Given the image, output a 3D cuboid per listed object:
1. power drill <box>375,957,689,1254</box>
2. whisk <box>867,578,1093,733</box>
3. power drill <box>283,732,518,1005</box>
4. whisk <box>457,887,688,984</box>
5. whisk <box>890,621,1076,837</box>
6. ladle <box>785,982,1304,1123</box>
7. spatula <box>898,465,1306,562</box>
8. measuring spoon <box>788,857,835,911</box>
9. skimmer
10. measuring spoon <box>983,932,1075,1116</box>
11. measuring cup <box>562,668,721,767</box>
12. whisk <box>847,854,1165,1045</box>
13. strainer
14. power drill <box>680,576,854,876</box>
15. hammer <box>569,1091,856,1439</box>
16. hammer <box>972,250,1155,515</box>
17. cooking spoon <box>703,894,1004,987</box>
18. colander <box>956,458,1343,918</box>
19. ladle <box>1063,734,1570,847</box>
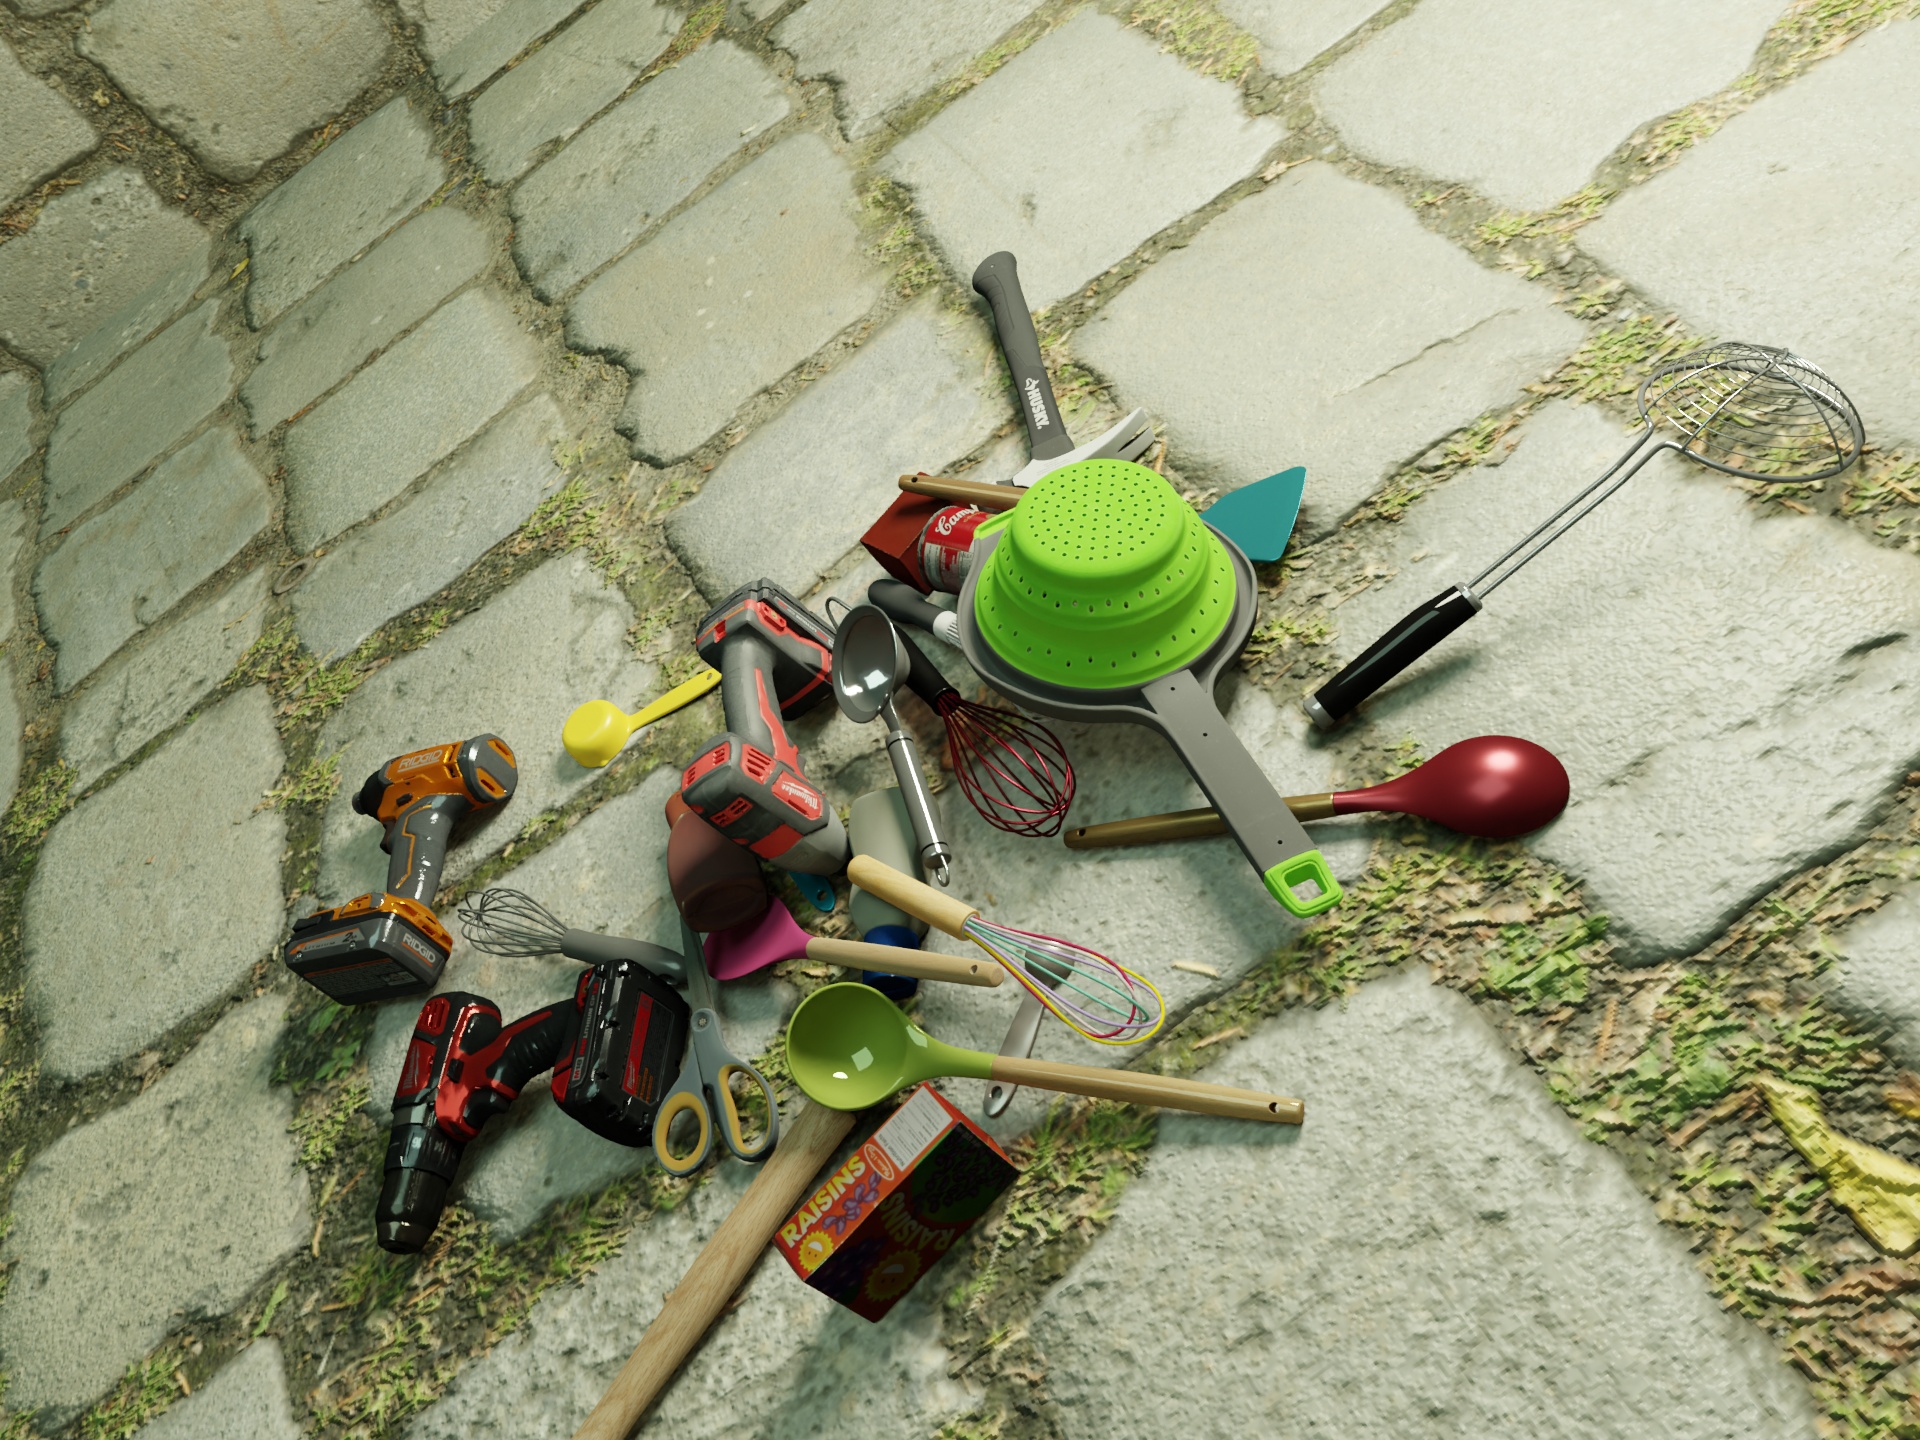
[{"bbox_3d":[-0.310,0.268,1.110,0.227,0.080,0.188,-16,49,26],"label":"power drill"},{"bbox_3d":[0.011,-0.058,1.174,0.070,0.070,0.285,-49,40,-10],"label":"whisk"},{"bbox_3d":[-0.474,0.120,1.330,0.164,0.084,0.227,-13,46,25],"label":"power drill"},{"bbox_3d":[-0.292,0.165,1.198,0.239,0.055,0.055,8,61,32],"label":"whisk"},{"bbox_3d":[-0.002,-0.004,1.134,0.073,0.073,0.296,-42,39,-2],"label":"whisk"},{"bbox_3d":[0.040,0.207,0.933,0.320,0.062,0.078,2,77,28],"label":"ladle"},{"bbox_3d":[0.095,-0.163,1.179,0.317,0.044,0.082,11,66,22],"label":"spatula"},{"bbox_3d":[-0.121,0.098,1.165,0.042,0.021,0.129,-41,53,1],"label":"measuring spoon"},{"bbox_3d":[0.376,-0.102,0.986,0.363,0.090,0.127,-40,46,14],"label":"skimmer"},{"bbox_3d":[0.038,0.185,0.986,0.034,0.018,0.124,5,60,35],"label":"measuring spoon"},{"bbox_3d":[-0.268,-0.013,1.332,0.156,0.029,0.062,-28,46,14],"label":"measuring cup"},{"bbox_3d":[0.020,0.138,0.988,0.245,0.051,0.047,23,82,34],"label":"whisk"},{"bbox_3d":[-0.043,0.011,1.107,0.086,0.050,0.259,-54,41,37],"label":"strainer"},{"bbox_3d":[-0.131,0.012,1.155,0.078,0.143,0.220,-34,37,24],"label":"power drill"},{"bbox_3d":[-0.172,0.372,0.966,0.130,0.031,0.331,24,71,43],"label":"hammer"},{"bbox_3d":[0.061,-0.299,1.338,0.146,0.035,0.335,-22,45,11],"label":"hammer"},{"bbox_3d":[-0.081,0.152,1.041,0.319,0.017,0.069,-2,55,50],"label":"cooking spoon"},{"bbox_3d":[0.124,-0.049,0.997,0.204,0.094,0.398,-23,51,-9],"label":"colander"},{"bbox_3d":[0.206,0.054,0.977,0.315,0.031,0.069,-10,52,29],"label":"ladle"}]
